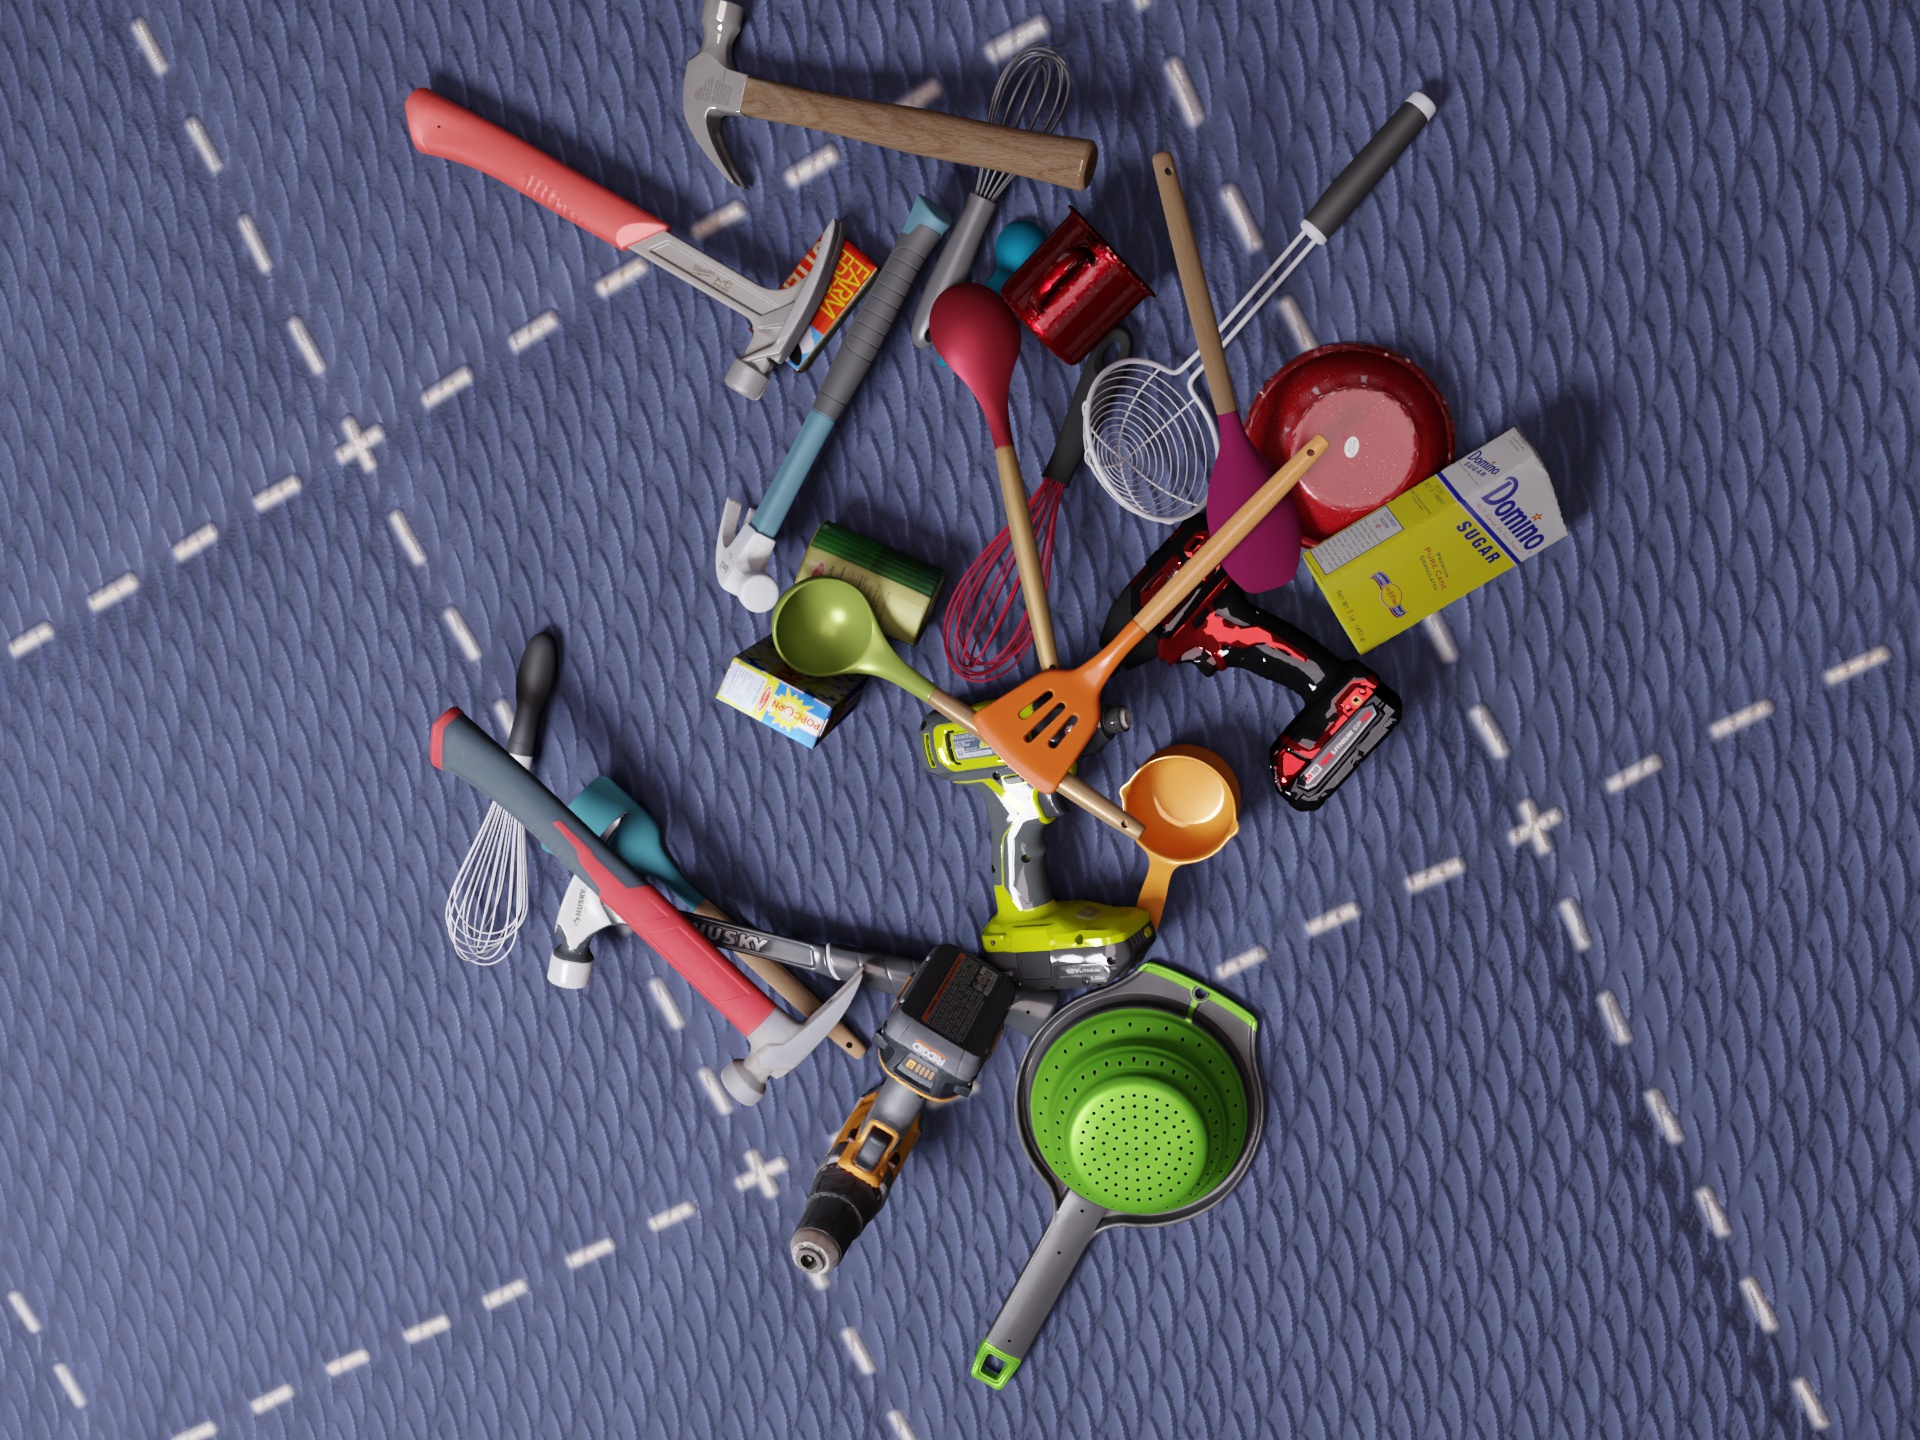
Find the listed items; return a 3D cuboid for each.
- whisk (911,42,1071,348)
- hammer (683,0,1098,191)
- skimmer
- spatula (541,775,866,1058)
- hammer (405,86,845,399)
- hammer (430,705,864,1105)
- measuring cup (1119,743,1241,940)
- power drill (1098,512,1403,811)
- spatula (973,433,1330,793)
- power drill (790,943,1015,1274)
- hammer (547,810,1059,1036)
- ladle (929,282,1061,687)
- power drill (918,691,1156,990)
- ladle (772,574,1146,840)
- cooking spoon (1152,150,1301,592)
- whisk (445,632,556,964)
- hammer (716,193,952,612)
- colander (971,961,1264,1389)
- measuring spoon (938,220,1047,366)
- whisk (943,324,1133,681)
[{"bbox_3d":[0.018,-0.392,1.203,0.055,0.055,0.239,27,106,3],"label":"whisk"},{"bbox_3d":[-0.058,-0.440,1.180,0.331,0.031,0.130,18,104,17],"label":"hammer"},{"bbox_3d":[0.227,-0.306,1.162,0.127,0.090,0.363,38,100,-19],"label":"skimmer"},{"bbox_3d":[-0.200,0.174,1.314,0.317,0.044,0.082,42,97,-1],"label":"spatula"},{"bbox_3d":[-0.269,-0.399,1.227,0.359,0.037,0.149,31,101,6],"label":"hammer"},{"bbox_3d":[-0.252,0.122,1.242,0.143,0.038,0.386,-45,96,4],"label":"hammer"},{"bbox_3d":[0.165,0.100,1.254,0.095,0.052,0.173,18,113,13],"label":"measuring cup"},{"bbox_3d":[0.214,-0.038,1.214,0.219,0.078,0.143,42,100,3],"label":"power drill"},{"bbox_3d":[0.146,-0.085,1.144,0.081,0.041,0.322,45,99,6],"label":"spatula"},{"bbox_3d":[-0.053,0.302,1.214,0.084,0.185,0.226,30,120,4],"label":"power drill"},{"bbox_3d":[-0.121,0.185,1.288,0.409,0.036,0.149,13,99,-2],"label":"hammer"},{"bbox_3d":[0.037,-0.178,1.187,0.069,0.031,0.315,-12,89,-11],"label":"ladle"},{"bbox_3d":[0.069,0.089,1.230,0.171,0.080,0.223,-8,98,31],"label":"power drill"},{"bbox_3d":[-0.002,-0.004,1.174,0.320,0.062,0.078,34,100,10],"label":"ladle"},{"bbox_3d":[0.184,-0.246,1.138,0.068,0.017,0.318,-18,101,-6],"label":"cooking spoon"},{"bbox_3d":[-0.373,0.066,1.318,0.070,0.070,0.284,14,96,5],"label":"whisk"},{"bbox_3d":[-0.096,-0.243,1.204,0.033,0.128,0.331,26,98,-28],"label":"hammer"},{"bbox_3d":[0.105,0.393,1.281,0.204,0.094,0.397,27,101,3],"label":"colander"},{"bbox_3d":[0.021,-0.326,1.221,0.042,0.021,0.128,36,100,1],"label":"measuring spoon"},{"bbox_3d":[0.064,-0.166,1.224,0.073,0.073,0.296,25,95,3],"label":"whisk"}]
